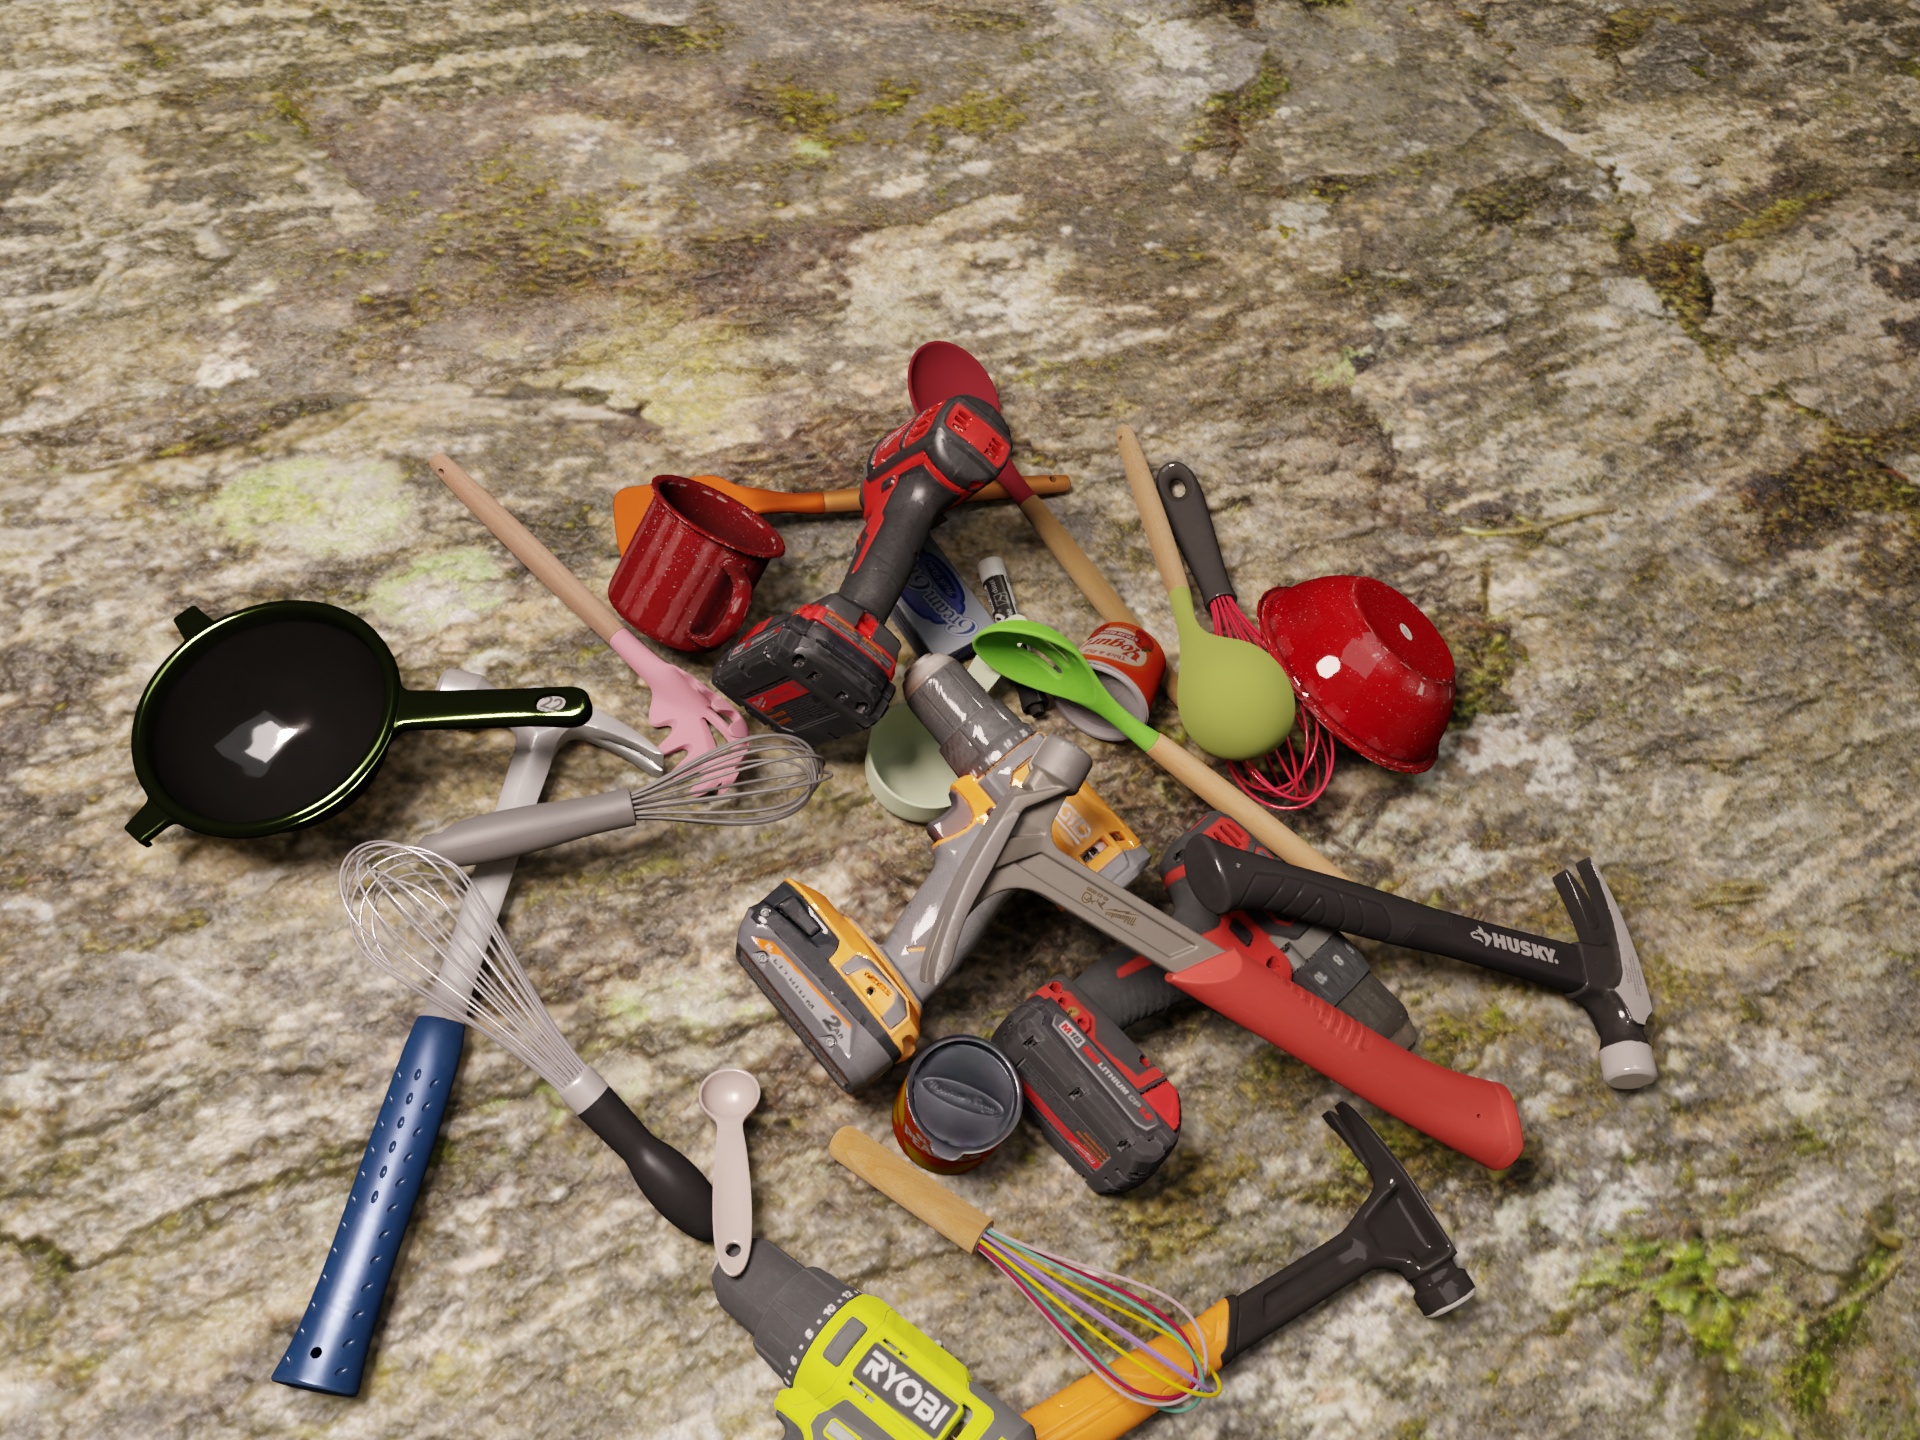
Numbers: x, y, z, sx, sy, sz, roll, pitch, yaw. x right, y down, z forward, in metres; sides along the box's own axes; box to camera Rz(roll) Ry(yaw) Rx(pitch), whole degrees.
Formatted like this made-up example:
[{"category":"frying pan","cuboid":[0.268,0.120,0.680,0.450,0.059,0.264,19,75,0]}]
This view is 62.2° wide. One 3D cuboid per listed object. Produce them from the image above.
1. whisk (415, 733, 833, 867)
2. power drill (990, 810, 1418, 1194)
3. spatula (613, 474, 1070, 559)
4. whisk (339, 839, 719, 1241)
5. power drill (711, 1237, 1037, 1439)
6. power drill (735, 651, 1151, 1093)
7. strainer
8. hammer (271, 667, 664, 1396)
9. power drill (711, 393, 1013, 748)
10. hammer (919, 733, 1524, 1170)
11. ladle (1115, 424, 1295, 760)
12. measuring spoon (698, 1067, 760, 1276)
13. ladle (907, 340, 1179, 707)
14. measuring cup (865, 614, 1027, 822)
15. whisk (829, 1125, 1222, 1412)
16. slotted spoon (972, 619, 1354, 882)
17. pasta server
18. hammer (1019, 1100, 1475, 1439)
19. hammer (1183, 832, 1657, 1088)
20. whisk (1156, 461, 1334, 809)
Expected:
[{"category":"whisk","cuboid":[-0.190,0.051,0.914,0.239,0.055,0.055,-12,65,-12]},{"category":"power drill","cuboid":[0.149,0.179,0.942,0.227,0.080,0.188,-37,76,-29]},{"category":"spatula","cuboid":[-0.075,-0.148,1.103,0.322,0.041,0.081,-7,64,-20]},{"category":"whisk","cuboid":[-0.222,0.172,0.845,0.284,0.070,0.070,49,62,-7]},{"category":"power drill","cuboid":[-0.100,0.379,0.769,0.191,0.080,0.228,29,58,25]},{"category":"power drill","cuboid":[-0.027,0.082,0.928,0.226,0.084,0.185,-38,82,-17]},{"category":"strainer","cuboid":[-0.337,0.008,0.921,0.256,0.069,0.152,-2,62,-1]},{"category":"hammer","cuboid":[-0.279,0.158,0.885,0.144,0.035,0.406,13,60,-4]},{"category":"power drill","cuboid":[-0.059,-0.096,0.989,0.078,0.143,0.220,37,64,-20]},{"category":"hammer","cuboid":[0.158,0.160,0.876,0.359,0.037,0.149,32,78,-11]},{"category":"ladle","cuboid":[0.153,-0.100,1.078,0.062,0.078,0.321,12,42,-22]},{"category":"measuring spoon","cuboid":[-0.124,0.245,0.863,0.034,0.018,0.124,-2,45,-8]},{"category":"ladle","cuboid":[0.064,-0.133,1.103,0.069,0.031,0.315,-32,80,-28]},{"category":"measuring cup","cuboid":[-0.002,-0.003,1.031,0.083,0.038,0.168,31,58,6]},{"category":"whisk","cuboid":[0.031,0.290,0.854,0.245,0.051,0.047,28,36,22]},{"category":"slotted spoon","cuboid":[0.142,0.030,1.014,0.313,0.070,0.031,37,63,-6]},{"category":"pasta server","cuboid":[-0.242,-0.070,1.016,0.316,0.060,0.040,43,28,15]},{"category":"hammer","cuboid":[0.122,0.338,0.870,0.337,0.034,0.127,-23,70,-22]},{"category":"hammer","cuboid":[0.284,0.122,0.973,0.334,0.035,0.146,17,54,-20]},{"category":"whisk","cuboid":[0.186,-0.065,1.093,0.073,0.073,0.296,-6,57,-15]}]
